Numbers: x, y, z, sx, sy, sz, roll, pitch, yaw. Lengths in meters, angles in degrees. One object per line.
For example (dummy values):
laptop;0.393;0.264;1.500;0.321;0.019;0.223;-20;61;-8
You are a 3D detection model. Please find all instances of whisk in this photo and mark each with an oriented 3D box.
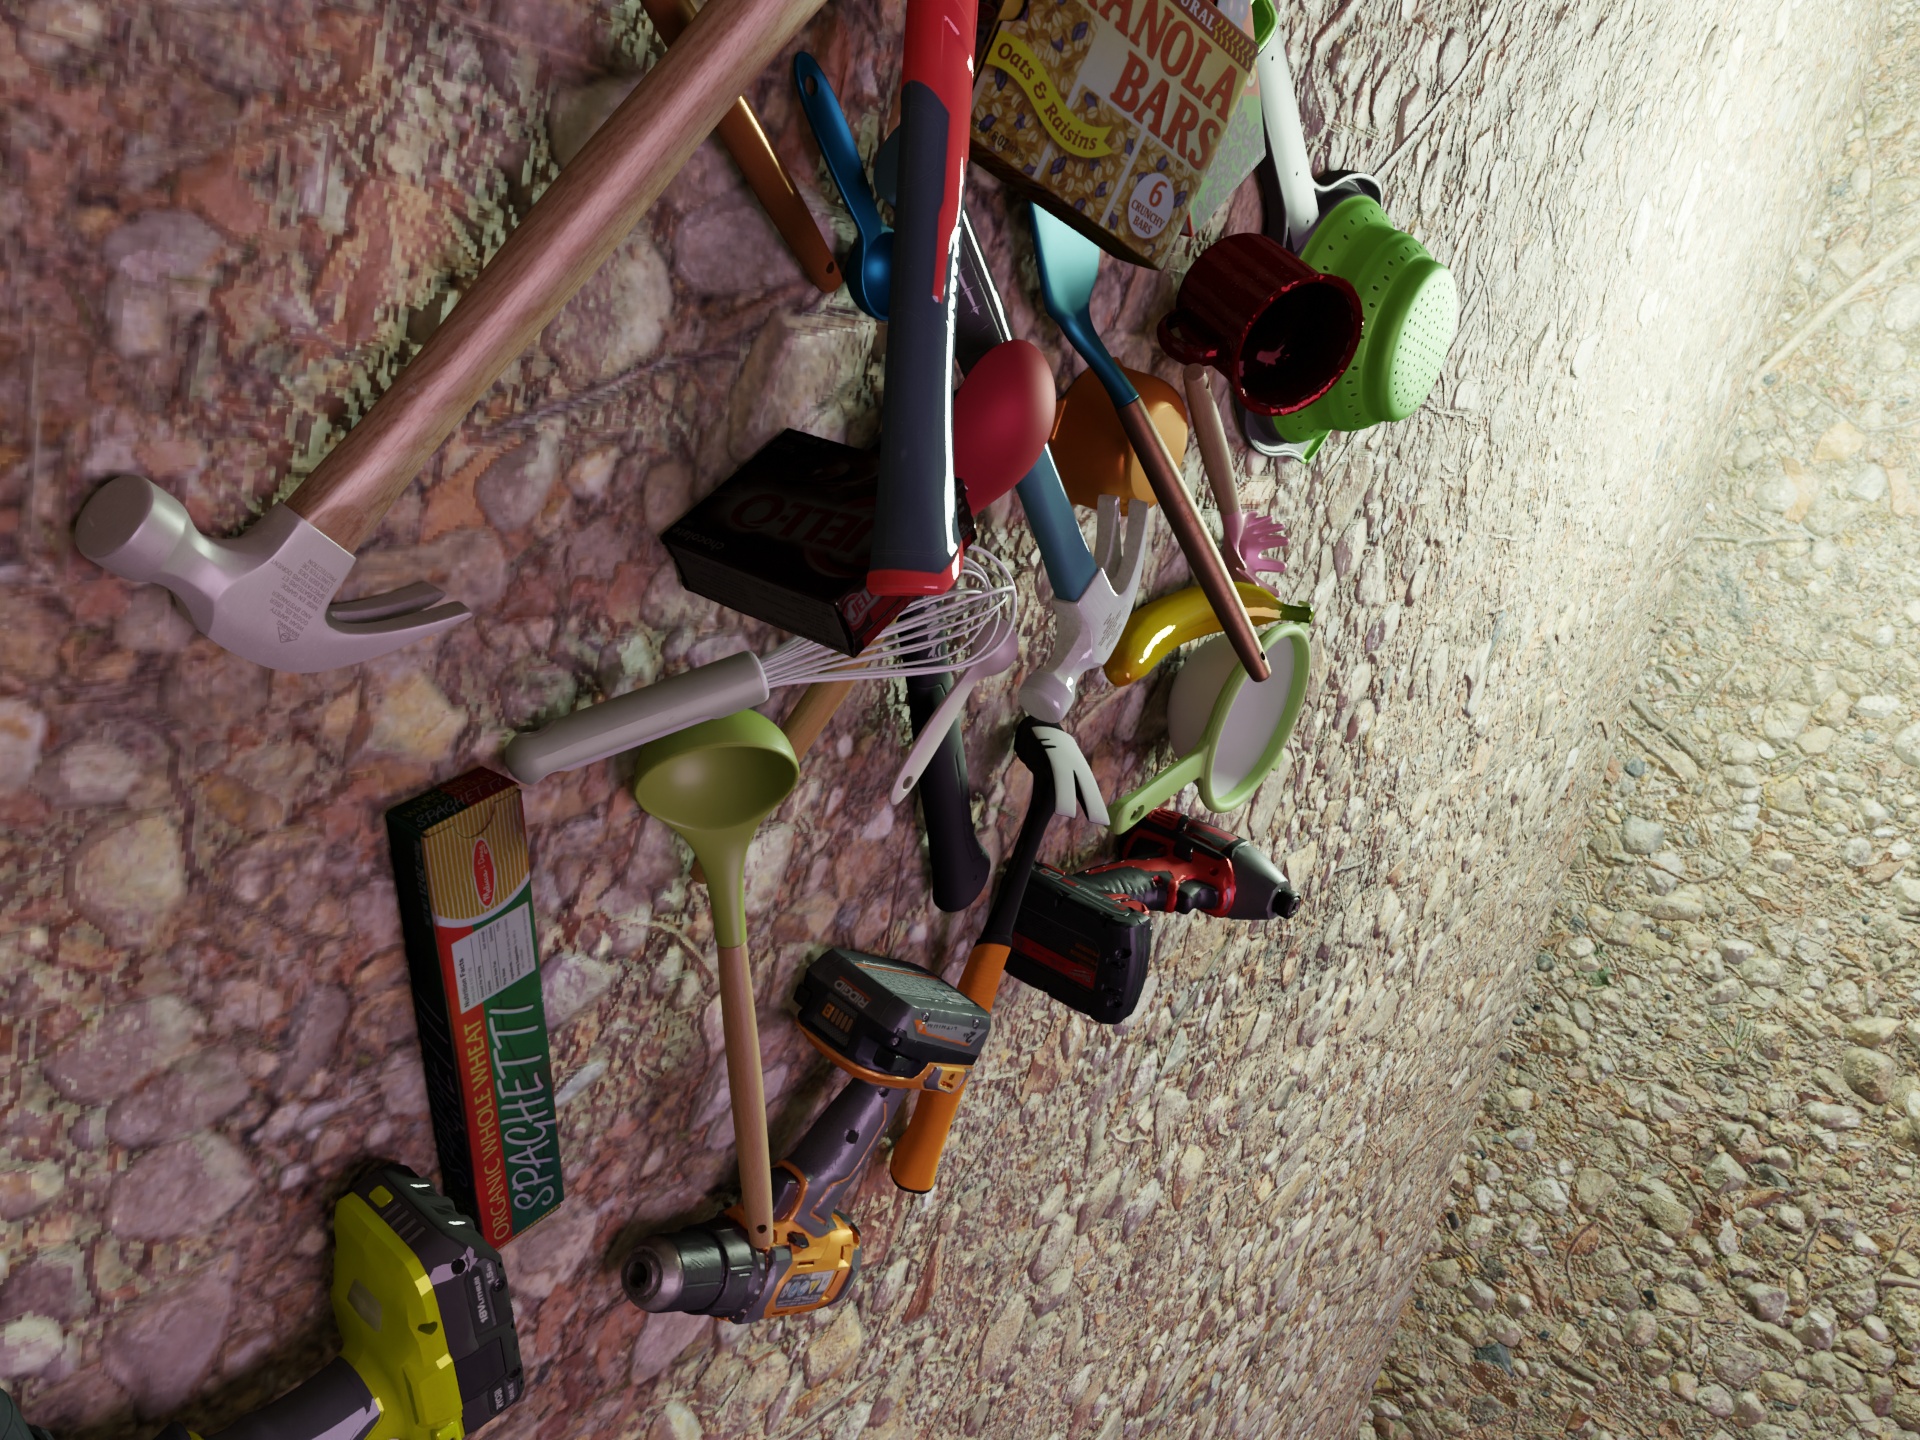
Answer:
whisk;-0.084;-0.022;0.717;0.246;0.058;0.059;-21;100;-16

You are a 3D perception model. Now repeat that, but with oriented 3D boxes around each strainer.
strainer;0.163;0.010;1.154;0.256;0.069;0.151;-31;137;-41

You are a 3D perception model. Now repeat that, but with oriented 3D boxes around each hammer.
hammer;-0.156;-0.156;0.575;0.331;0.031;0.129;-53;149;-8
hammer;-0.019;-0.244;0.636;0.143;0.038;0.386;5;88;-57
hammer;-0.020;-0.012;0.902;0.146;0.035;0.334;-42;142;-34
hammer;0.016;0.170;1.028;0.034;0.127;0.336;13;110;-15
hammer;0.028;-0.150;0.815;0.128;0.033;0.330;-55;141;-26

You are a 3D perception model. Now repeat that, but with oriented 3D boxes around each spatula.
spatula;0.113;-0.158;0.892;0.082;0.044;0.317;-47;114;-44
spatula;-0.116;-0.270;0.599;0.081;0.041;0.322;-58;152;-12

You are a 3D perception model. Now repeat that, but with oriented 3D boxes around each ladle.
ladle;-0.046;-0.045;0.780;0.069;0.031;0.315;19;110;-51
ladle;-0.112;0.140;0.798;0.078;0.062;0.320;-7;112;-11

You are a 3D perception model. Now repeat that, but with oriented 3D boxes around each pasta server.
pasta server;0.184;-0.154;1.064;0.316;0.040;0.060;48;54;-66

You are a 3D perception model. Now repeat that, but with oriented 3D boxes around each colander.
colander;0.256;-0.312;1.050;0.204;0.095;0.396;-57;148;-14

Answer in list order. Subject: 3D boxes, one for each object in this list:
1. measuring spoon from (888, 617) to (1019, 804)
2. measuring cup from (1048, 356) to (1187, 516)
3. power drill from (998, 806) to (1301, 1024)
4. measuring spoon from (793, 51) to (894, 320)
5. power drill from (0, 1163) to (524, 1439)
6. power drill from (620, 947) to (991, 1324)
measuring spoon;-0.001;-0.003;0.884;0.124;0.018;0.034;-57;149;-14
measuring cup;0.077;-0.168;0.920;0.173;0.052;0.095;4;107;-59
power drill;0.137;0.129;1.129;0.219;0.143;0.078;-18;123;-47
measuring spoon;-0.055;-0.239;0.719;0.042;0.021;0.128;-56;139;-32
power drill;-0.301;0.286;0.648;0.228;0.080;0.190;-29;134;-40
power drill;-0.093;0.251;0.934;0.185;0.084;0.226;24;95;-57
